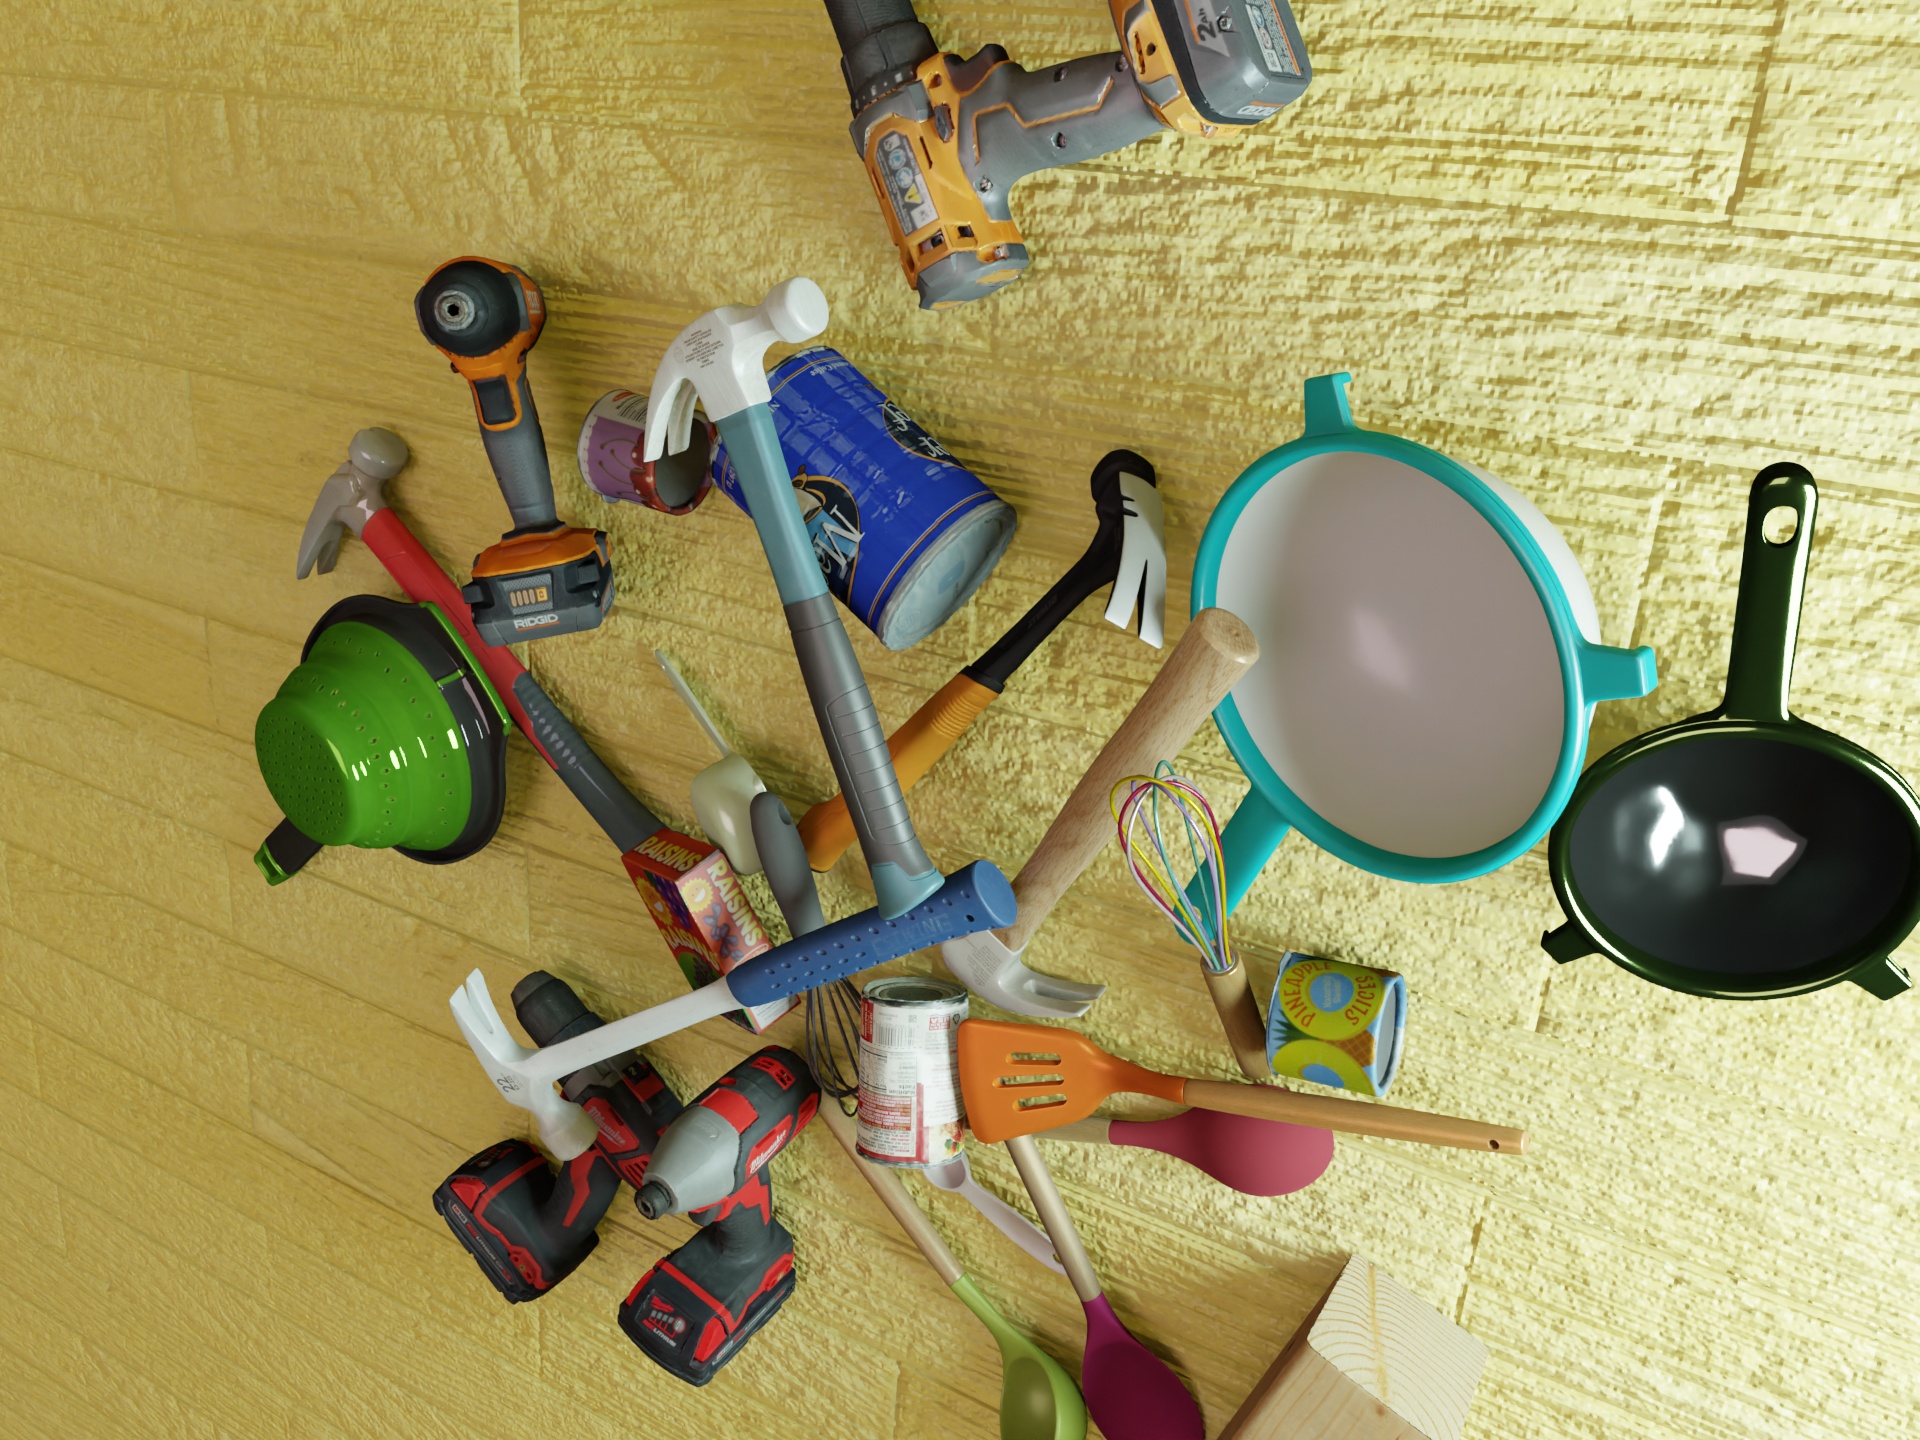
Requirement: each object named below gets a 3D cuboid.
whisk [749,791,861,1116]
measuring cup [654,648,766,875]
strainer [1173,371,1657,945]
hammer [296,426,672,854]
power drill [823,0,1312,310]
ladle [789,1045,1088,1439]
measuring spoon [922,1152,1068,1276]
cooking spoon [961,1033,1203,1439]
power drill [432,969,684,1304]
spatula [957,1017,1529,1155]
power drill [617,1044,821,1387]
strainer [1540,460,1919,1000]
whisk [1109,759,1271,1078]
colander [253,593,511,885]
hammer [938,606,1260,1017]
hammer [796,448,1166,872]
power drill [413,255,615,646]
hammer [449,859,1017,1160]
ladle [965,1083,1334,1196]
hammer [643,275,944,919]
[{"bbox_3d":[-0.091,0.149,0.992,0.055,0.055,0.238,1,119,31],"label":"whisk"},{"bbox_3d":[-0.167,0.026,1.017,0.168,0.038,0.083,55,160,16],"label":"measuring cup"},{"bbox_3d":[0.197,0.001,0.781,0.211,0.095,0.340,50,144,23],"label":"strainer"},{"bbox_3d":[-0.325,-0.019,1.113,0.386,0.038,0.143,49,125,9],"label":"hammer"},{"bbox_3d":[0.035,-0.328,0.773,0.226,0.084,0.185,-19,94,39],"label":"power drill"},{"bbox_3d":[-0.027,0.351,1.042,0.320,0.062,0.078,51,138,11],"label":"ladle"},{"bbox_3d":[0.027,0.313,1.024,0.124,0.018,0.034,38,122,8],"label":"measuring spoon"},{"bbox_3d":[0.071,0.332,0.981,0.069,0.017,0.319,-21,101,20],"label":"cooking spoon"},{"bbox_3d":[-0.304,0.309,1.186,0.188,0.080,0.226,48,121,9],"label":"power drill"},{"bbox_3d":[0.144,0.212,0.876,0.323,0.041,0.081,0,104,34],"label":"spatula"},{"bbox_3d":[-0.163,0.329,1.052,0.079,0.143,0.219,28,128,23],"label":"power drill"},{"bbox_3d":[0.334,0.002,0.679,0.151,0.069,0.256,4,122,21],"label":"strainer"},{"bbox_3d":[0.126,0.109,0.822,0.047,0.051,0.244,-14,131,13],"label":"whisk"},{"bbox_3d":[-0.474,0.056,1.168,0.397,0.094,0.204,-34,89,41],"label":"colander"},{"bbox_3d":[0.069,0.058,0.859,0.130,0.031,0.331,42,137,10],"label":"hammer"},{"bbox_3d":[-0.001,-0.003,0.891,0.034,0.127,0.336,26,132,-23],"label":"hammer"},{"bbox_3d":[-0.273,-0.165,0.963,0.084,0.164,0.226,-10,104,-4],"label":"power drill"},{"bbox_3d":[-0.146,0.164,0.970,0.405,0.035,0.144,-25,110,28],"label":"hammer"},{"bbox_3d":[0.071,0.246,0.967,0.315,0.031,0.069,-4,100,34],"label":"ladle"},{"bbox_3d":[-0.076,-0.051,0.831,0.128,0.033,0.331,-11,102,37],"label":"hammer"}]
